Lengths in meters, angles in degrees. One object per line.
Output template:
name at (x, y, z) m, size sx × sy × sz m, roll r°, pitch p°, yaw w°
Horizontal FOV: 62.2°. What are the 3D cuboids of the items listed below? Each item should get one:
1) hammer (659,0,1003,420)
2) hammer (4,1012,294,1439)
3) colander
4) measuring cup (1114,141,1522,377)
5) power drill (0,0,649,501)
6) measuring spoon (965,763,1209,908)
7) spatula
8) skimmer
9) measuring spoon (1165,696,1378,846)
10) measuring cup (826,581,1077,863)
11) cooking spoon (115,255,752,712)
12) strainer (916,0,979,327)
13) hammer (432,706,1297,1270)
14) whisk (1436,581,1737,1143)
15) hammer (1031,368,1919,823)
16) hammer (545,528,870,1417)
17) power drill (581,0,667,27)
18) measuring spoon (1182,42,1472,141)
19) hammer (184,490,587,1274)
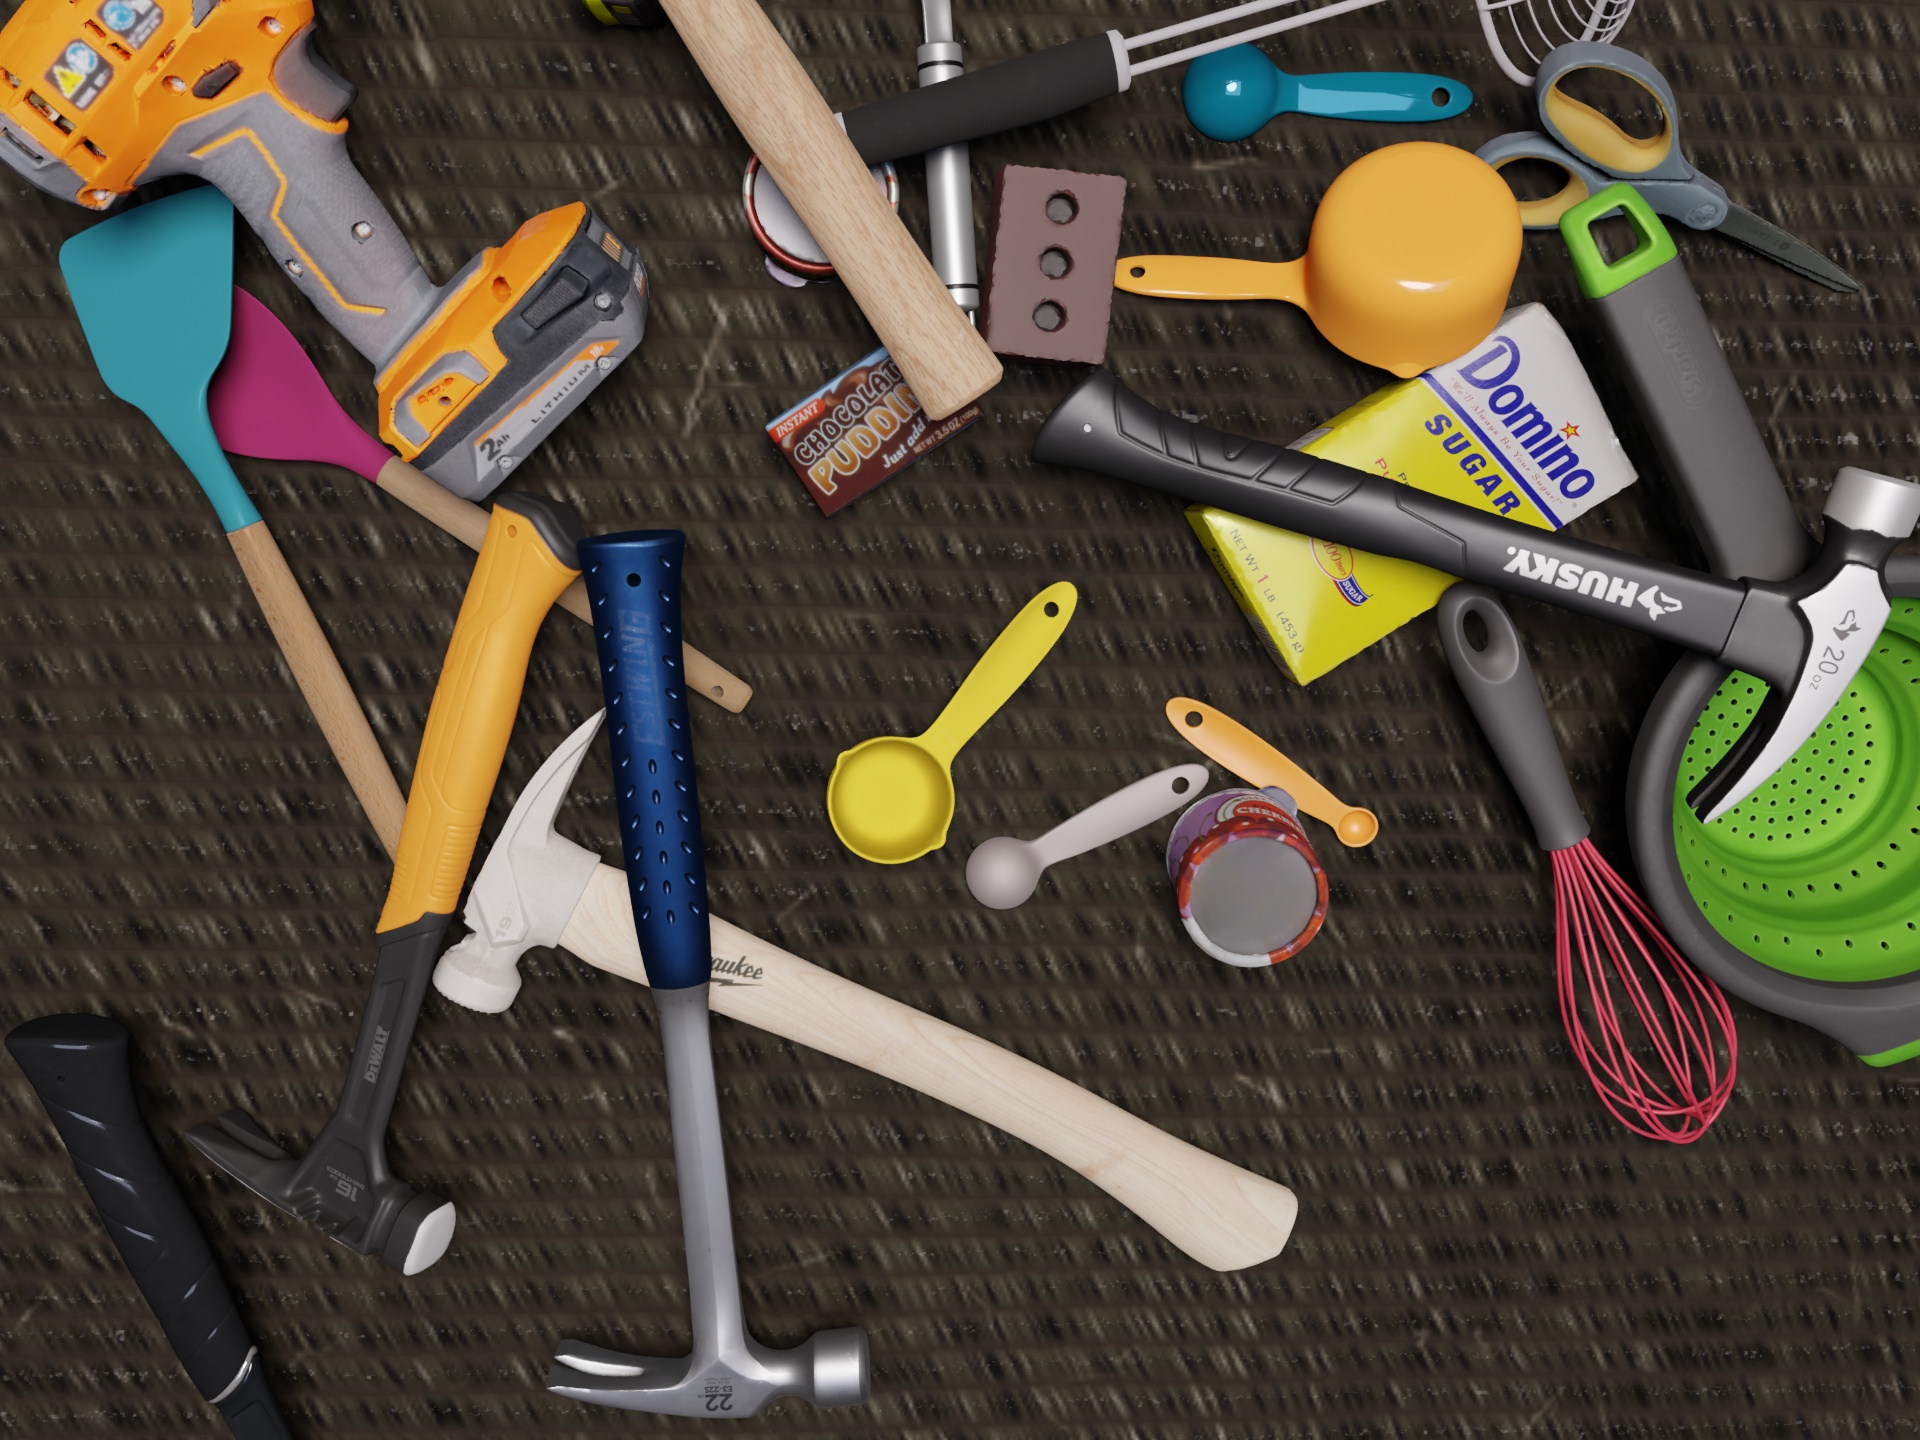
hammer at (-0.090, -0.257, 0.593) m, size 0.130 × 0.031 × 0.331 m, roll -33°, pitch 103°, yaw 8°
hammer at (-0.326, 0.313, 0.720) m, size 0.149 × 0.036 × 0.408 m, roll -17°, pitch 106°, yaw 1°
colander at (0.347, -0.045, 0.696) m, size 0.204 × 0.094 × 0.397 m, roll -29°, pitch 100°, yaw 7°
measuring cup at (0.148, -0.200, 0.673) m, size 0.173 × 0.052 × 0.095 m, roll 3°, pitch 71°, yaw 5°
power drill at (-0.227, -0.210, 0.601) m, size 0.164 × 0.084 × 0.226 m, roll -40°, pitch 119°, yaw 16°
measuring spoon at (0.060, 0.052, 0.735) m, size 0.124 × 0.018 × 0.034 m, roll -27°, pitch 100°, yaw 0°
spatula at (-0.289, -0.062, 0.683) m, size 0.082 × 0.044 × 0.317 m, roll -17°, pitch 108°, yaw 9°
skimmer at (0.117, -0.291, 0.652) m, size 0.363 × 0.090 × 0.127 m, roll -16°, pitch 121°, yaw 1°
measuring spoon at (0.145, 0.022, 0.742) m, size 0.117 × 0.011 × 0.021 m, roll 33°, pitch 107°, yaw -5°
measuring cup at (-0.001, -0.002, 0.724) m, size 0.062 × 0.029 × 0.156 m, roll 41°, pitch 82°, yaw -9°
cooking spoon at (-0.228, -0.095, 0.693) m, size 0.319 × 0.017 × 0.068 m, roll 34°, pitch 106°, yaw -8°
strainer at (-0.007, -0.284, 0.660) m, size 0.087 × 0.050 × 0.258 m, roll -8°, pitch 99°, yaw -22°
hammer at (-0.023, 0.142, 0.735) m, size 0.410 × 0.038 × 0.146 m, roll 26°, pitch 95°, yaw -8°
whisk at (0.281, 0.068, 0.719) m, size 0.073 × 0.073 × 0.295 m, roll -28°, pitch 104°, yaw 1°
hammer at (0.190, -0.071, 0.646) m, size 0.335 × 0.035 × 0.146 m, roll 18°, pitch 107°, yaw 9°
hammer at (-0.125, 0.123, 0.682) m, size 0.144 × 0.035 × 0.405 m, roll -4°, pitch 105°, yaw -2°
power drill at (-0.228, -0.325, 0.629) m, size 0.228 × 0.080 × 0.190 m, roll -6°, pitch 103°, yaw -1°
measuring spoon at (0.161, -0.273, 0.688) m, size 0.128 × 0.021 × 0.042 m, roll 1°, pitch 99°, yaw -3°
hammer at (-0.232, 0.063, 0.677) m, size 0.127 × 0.034 × 0.337 m, roll 23°, pitch 101°, yaw 15°
